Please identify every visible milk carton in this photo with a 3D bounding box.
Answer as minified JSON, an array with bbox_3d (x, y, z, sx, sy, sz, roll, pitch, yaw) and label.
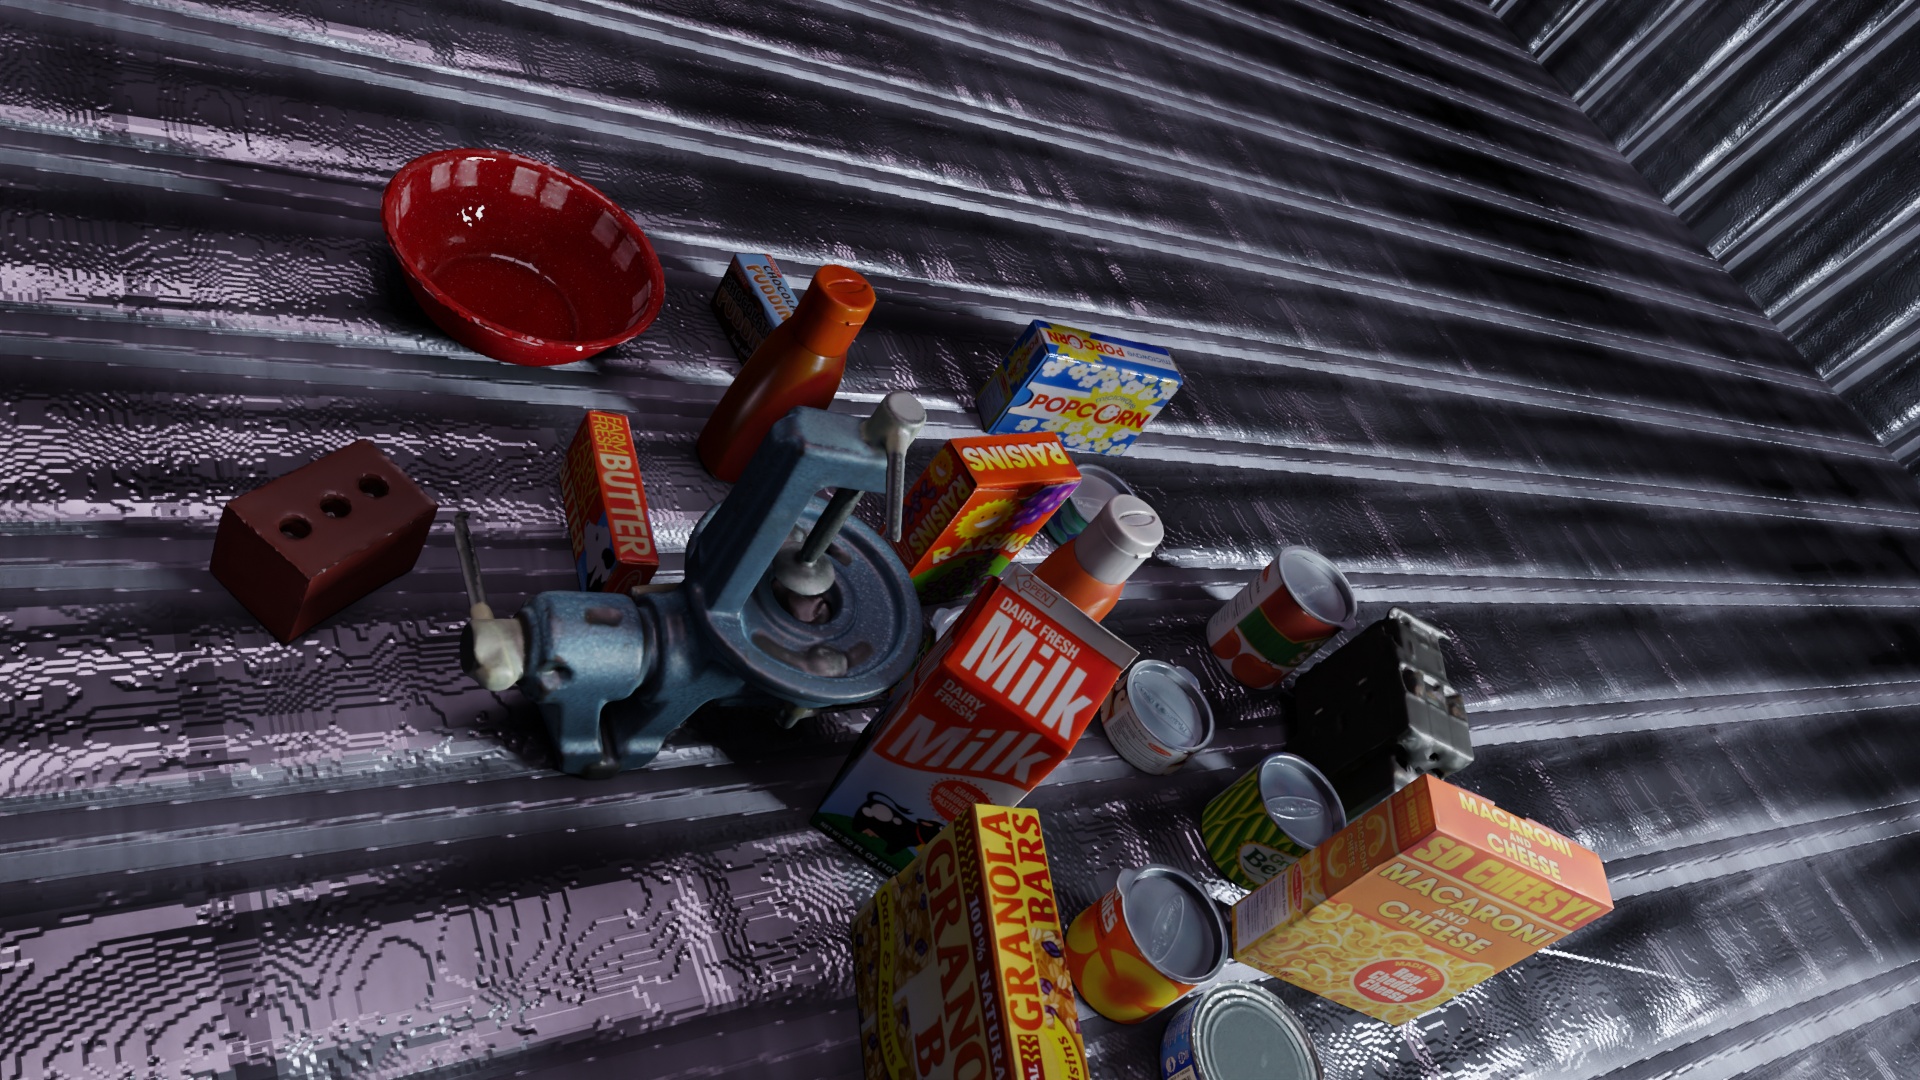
[{"bbox_3d":[0.007,0.087,0.679,0.072,0.189,0.074,36,39,-4],"label":"milk carton"}]

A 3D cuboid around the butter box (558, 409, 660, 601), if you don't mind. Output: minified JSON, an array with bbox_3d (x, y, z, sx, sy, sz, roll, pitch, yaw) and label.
[{"bbox_3d":[-0.187,-0.014,0.734,0.024,0.053,0.104,5,50,-34],"label":"butter box"}]

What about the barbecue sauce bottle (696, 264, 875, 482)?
[{"bbox_3d":[-0.098,-0.094,0.803,0.065,0.147,0.044,-12,61,-44],"label":"barbecue sauce bottle"}]

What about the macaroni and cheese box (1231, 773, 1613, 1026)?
[{"bbox_3d":[0.251,0.204,0.774,0.124,0.165,0.040,25,41,-16],"label":"macaroni and cheese box"}]

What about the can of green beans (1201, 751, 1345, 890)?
[{"bbox_3d":[0.189,0.171,0.842,0.071,0.057,0.071,21,43,-21],"label":"can of green beans"}]

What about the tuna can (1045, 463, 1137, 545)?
[{"bbox_3d":[0.093,-0.016,0.966,0.071,0.032,0.071,21,43,-21],"label":"tuna can"}]

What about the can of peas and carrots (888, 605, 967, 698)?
[{"bbox_3d":[-0.001,0.078,0.784,0.071,0.058,0.071,21,43,-21],"label":"can of peas and carrots"}]

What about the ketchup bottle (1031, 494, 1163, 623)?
[{"bbox_3d":[0.061,0.033,0.805,0.065,0.148,0.043,-5,57,-41],"label":"ketchup bottle"}]

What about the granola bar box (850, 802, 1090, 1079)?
[{"bbox_3d":[0.001,0.217,0.604,0.039,0.123,0.166,14,46,-28],"label":"granola bar box"}]

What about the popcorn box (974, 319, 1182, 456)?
[{"bbox_3d":[0.086,-0.108,1.006,0.127,0.084,0.038,7,49,-33],"label":"popcorn box"}]

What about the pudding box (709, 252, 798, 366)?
[{"bbox_3d":[-0.127,-0.141,0.903,0.030,0.049,0.084,-7,58,-42],"label":"pudding box"}]

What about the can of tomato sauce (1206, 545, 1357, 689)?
[{"bbox_3d":[0.221,0.056,0.957,0.071,0.082,0.071,21,43,-21],"label":"can of tomato sauce"}]

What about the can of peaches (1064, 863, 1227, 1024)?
[{"bbox_3d":[0.095,0.211,0.733,0.071,0.057,0.071,21,43,-21],"label":"can of peaches"}]

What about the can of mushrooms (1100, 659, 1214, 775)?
[{"bbox_3d":[0.124,0.110,0.870,0.071,0.033,0.071,21,43,-21],"label":"can of mushrooms"}]

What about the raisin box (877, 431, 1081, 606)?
[{"bbox_3d":[0.003,-0.010,0.821,0.086,0.122,0.040,-6,57,-41],"label":"raisin box"}]
